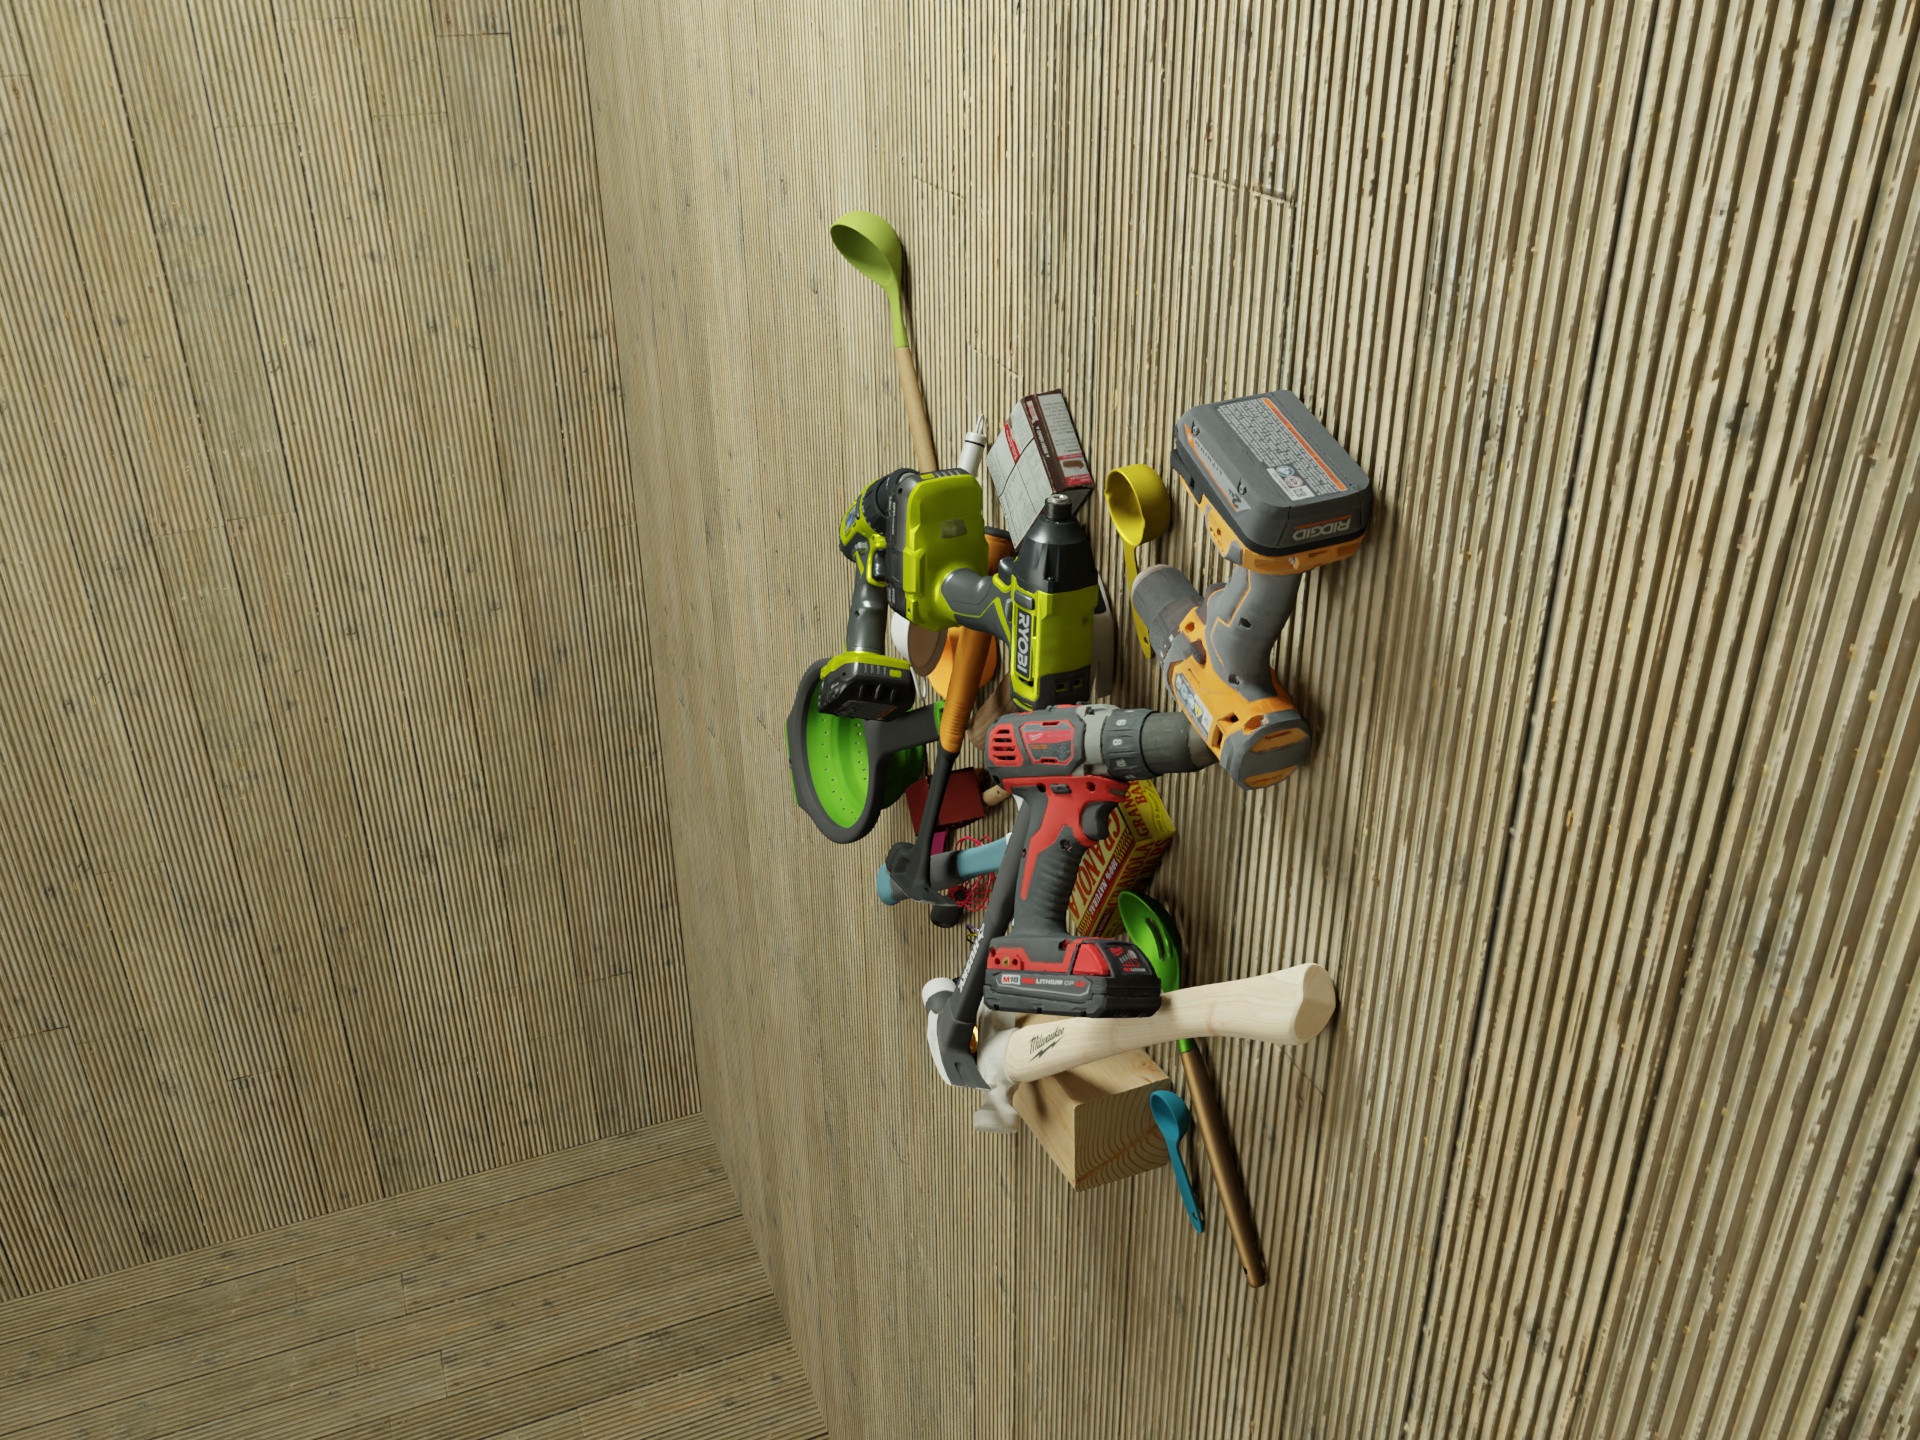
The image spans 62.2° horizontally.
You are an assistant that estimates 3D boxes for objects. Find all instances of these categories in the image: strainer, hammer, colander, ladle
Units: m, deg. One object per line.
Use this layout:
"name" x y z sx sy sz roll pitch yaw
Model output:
"strainer" -0.018 -0.148 1.415 0.086 0.050 0.258 8 -81 -68
"hammer" 0.129 0.222 1.200 0.410 0.038 0.146 -29 52 54
"hammer" 0.037 0.148 1.295 0.146 0.035 0.334 -108 33 -59
"colander" -0.064 0.019 1.690 0.397 0.094 0.204 -16 81 60
"ladle" -0.062 -0.330 1.529 0.078 0.062 0.320 -179 76 -70
"hammer" -0.001 0.133 1.463 0.331 0.033 0.128 -25 75 61
"hammer" 0.061 -0.040 1.381 0.331 0.031 0.130 126 130 -65
"hammer" -0.002 -0.005 1.409 0.127 0.034 0.337 -147 68 -68

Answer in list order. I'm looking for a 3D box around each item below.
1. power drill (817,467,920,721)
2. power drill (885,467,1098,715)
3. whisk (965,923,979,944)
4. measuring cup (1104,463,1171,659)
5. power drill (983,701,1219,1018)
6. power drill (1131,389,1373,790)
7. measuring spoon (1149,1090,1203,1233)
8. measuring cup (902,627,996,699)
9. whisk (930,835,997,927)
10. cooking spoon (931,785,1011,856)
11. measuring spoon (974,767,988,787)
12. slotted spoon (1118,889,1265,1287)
"power drill" -0.079 -0.124 1.538 0.190 0.080 0.228 151 125 -71
"power drill" 0.028 -0.117 1.267 0.223 0.080 0.171 35 131 50
"whisk" 0.034 0.222 1.516 0.245 0.047 0.051 83 168 -76
"measuring cup" 0.137 -0.114 1.156 0.062 0.029 0.156 -130 22 -53
"power drill" 0.101 0.098 1.143 0.188 0.080 0.227 -4 80 37
"power drill" 0.167 -0.093 0.994 0.226 0.084 0.186 92 158 -45
"measuring spoon" 0.184 0.357 1.291 0.042 0.021 0.128 12 121 67
"measuring cup" -0.013 -0.066 1.545 0.173 0.052 0.095 160 98 -72
"whisk" 0.003 0.176 1.624 0.295 0.073 0.073 118 137 -69
"cooking spoon" 0.000 0.097 1.646 0.069 0.017 0.319 69 160 6
"measuring spoon" 0.007 0.061 1.624 0.117 0.011 0.021 -17 86 67
"slotted spoon" 0.183 0.280 1.228 0.070 0.031 0.314 144 111 -69
